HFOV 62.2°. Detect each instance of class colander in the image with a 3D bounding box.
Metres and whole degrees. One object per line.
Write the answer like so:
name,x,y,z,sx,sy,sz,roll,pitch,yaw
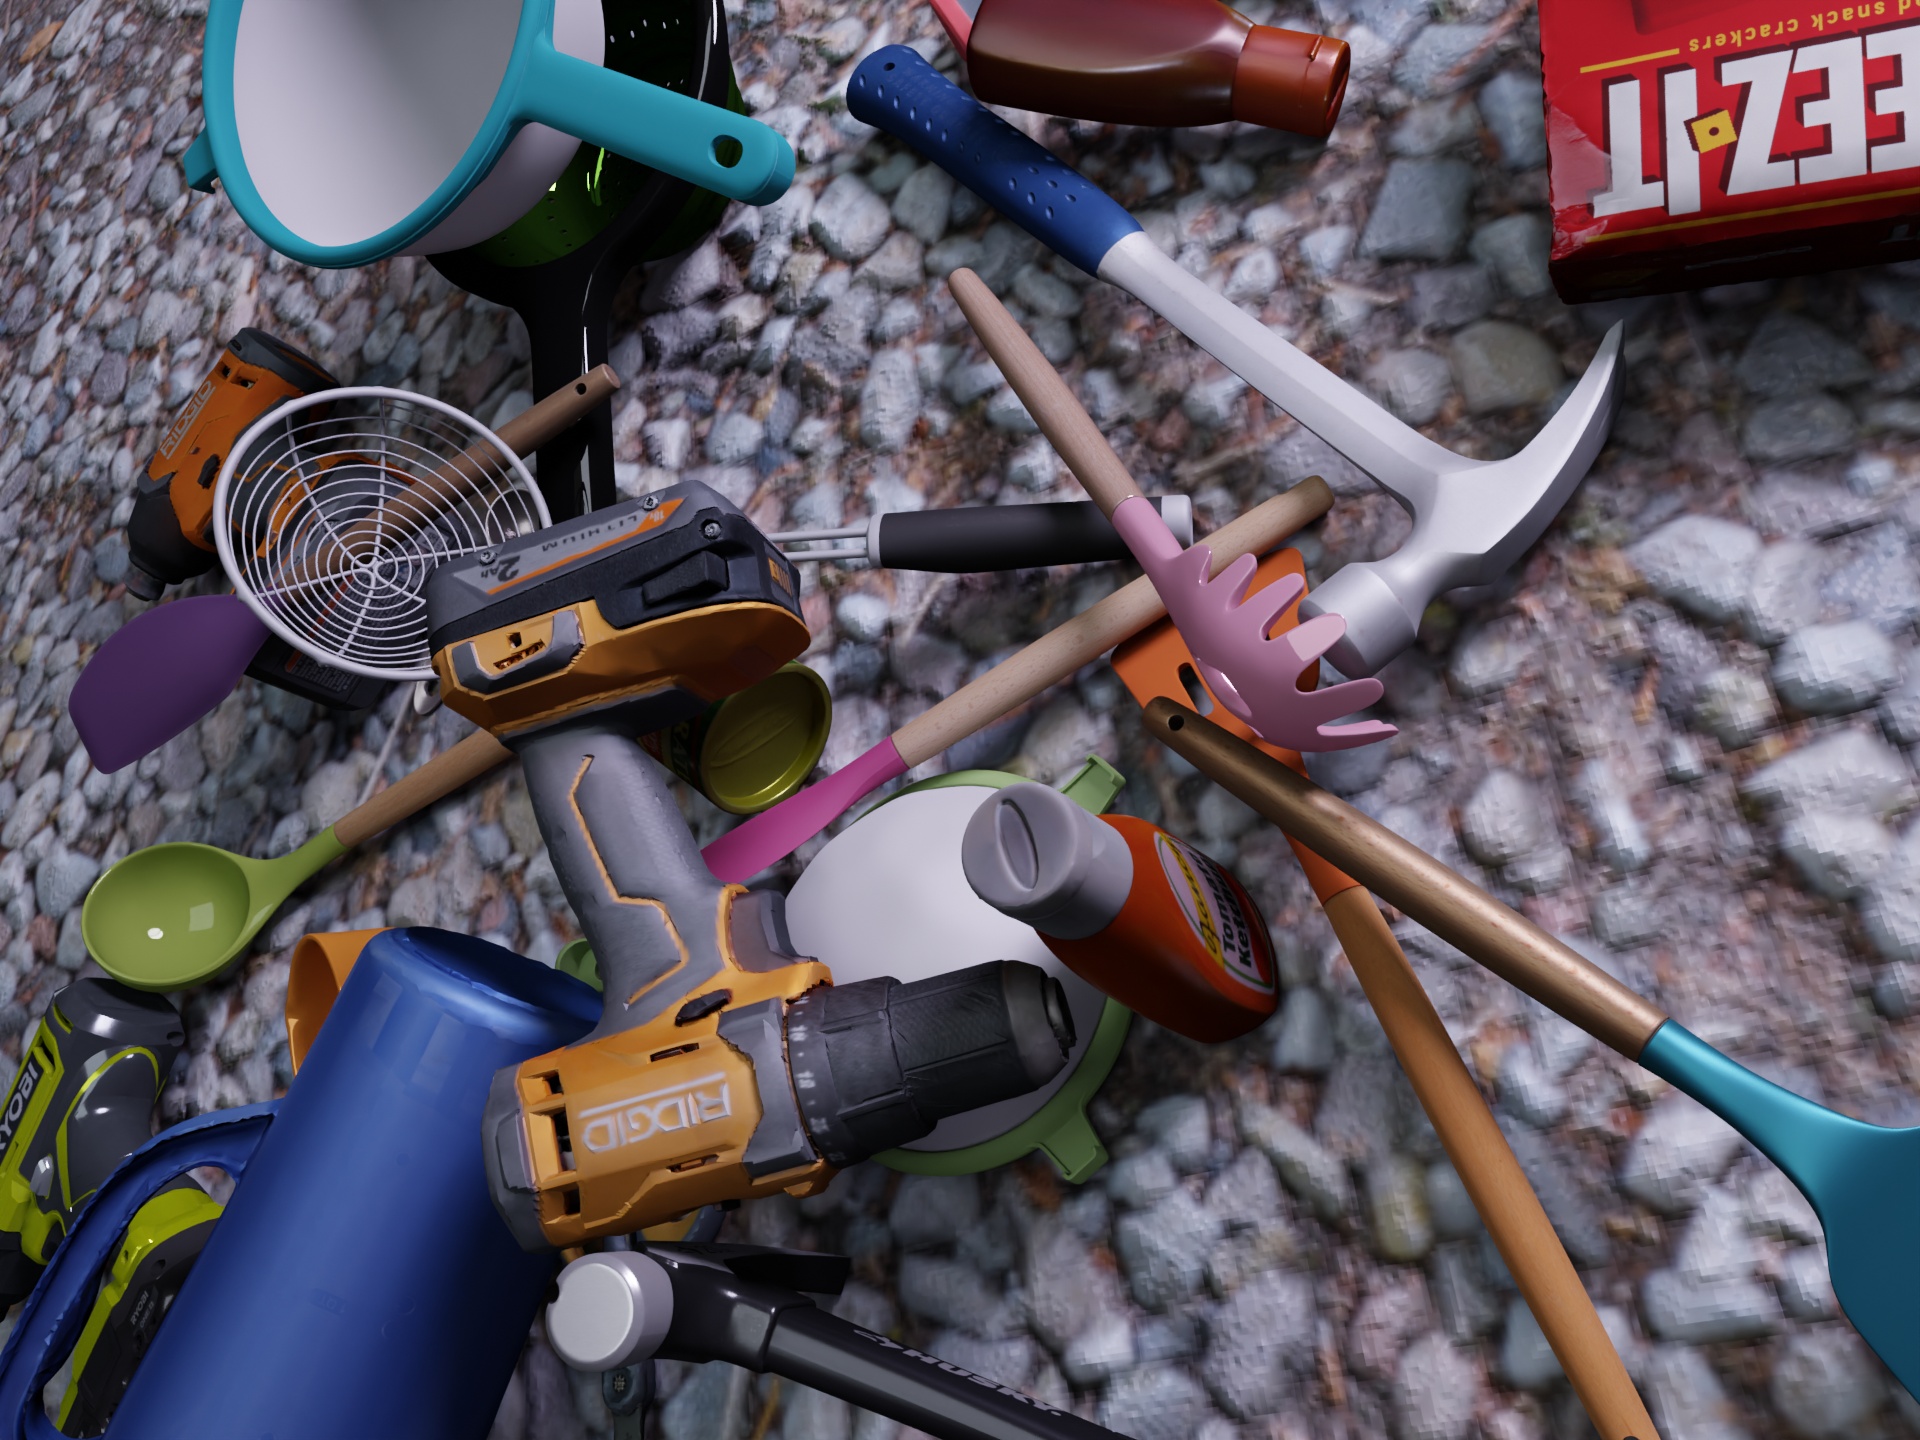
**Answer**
colander,-0.165,-0.212,0.765,0.204,0.094,0.397,-11,79,28

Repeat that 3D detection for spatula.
spatula,0.175,0.080,0.458,0.318,0.044,0.082,37,89,32
spatula,-0.284,-0.073,0.718,0.316,0.018,0.060,-30,83,12
spatula,0.137,0.079,0.508,0.081,0.041,0.323,-31,63,15

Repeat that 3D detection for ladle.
ladle,-0.277,0.038,0.744,0.320,0.062,0.078,-29,59,14

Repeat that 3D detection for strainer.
strainer,-0.179,-0.266,0.672,0.341,0.095,0.211,29,101,27
strainer,-0.063,0.086,0.590,0.256,0.069,0.152,-5,69,27

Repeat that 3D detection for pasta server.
pasta server,0.057,-0.093,0.573,0.040,0.060,0.317,-31,45,4

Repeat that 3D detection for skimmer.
skimmer,-0.097,-0.078,0.606,0.363,0.090,0.127,-2,66,11

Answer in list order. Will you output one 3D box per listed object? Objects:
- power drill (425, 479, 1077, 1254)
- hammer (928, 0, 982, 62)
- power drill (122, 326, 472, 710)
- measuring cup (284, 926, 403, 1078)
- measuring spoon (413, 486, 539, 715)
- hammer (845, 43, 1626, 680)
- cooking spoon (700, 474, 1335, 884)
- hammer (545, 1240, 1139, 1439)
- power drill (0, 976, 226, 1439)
power drill,-0.074,0.041,0.517,0.185,0.084,0.226,-17,74,9
hammer,0.161,-0.353,0.650,0.386,0.038,0.143,-5,58,31
power drill,-0.363,-0.097,0.834,0.227,0.084,0.164,38,95,39
measuring cup,-0.247,0.173,0.679,0.095,0.052,0.173,5,99,52
measuring spoon,-0.236,-0.057,0.784,0.034,0.018,0.124,30,94,21
hammer,0.076,-0.182,0.629,0.144,0.035,0.406,-39,53,-3
cooking spoon,-0.001,-0.002,0.599,0.319,0.069,0.017,-31,98,7
hammer,0.055,0.218,0.456,0.335,0.146,0.035,13,78,22
power drill,-0.377,0.240,0.705,0.223,0.080,0.171,28,94,41
